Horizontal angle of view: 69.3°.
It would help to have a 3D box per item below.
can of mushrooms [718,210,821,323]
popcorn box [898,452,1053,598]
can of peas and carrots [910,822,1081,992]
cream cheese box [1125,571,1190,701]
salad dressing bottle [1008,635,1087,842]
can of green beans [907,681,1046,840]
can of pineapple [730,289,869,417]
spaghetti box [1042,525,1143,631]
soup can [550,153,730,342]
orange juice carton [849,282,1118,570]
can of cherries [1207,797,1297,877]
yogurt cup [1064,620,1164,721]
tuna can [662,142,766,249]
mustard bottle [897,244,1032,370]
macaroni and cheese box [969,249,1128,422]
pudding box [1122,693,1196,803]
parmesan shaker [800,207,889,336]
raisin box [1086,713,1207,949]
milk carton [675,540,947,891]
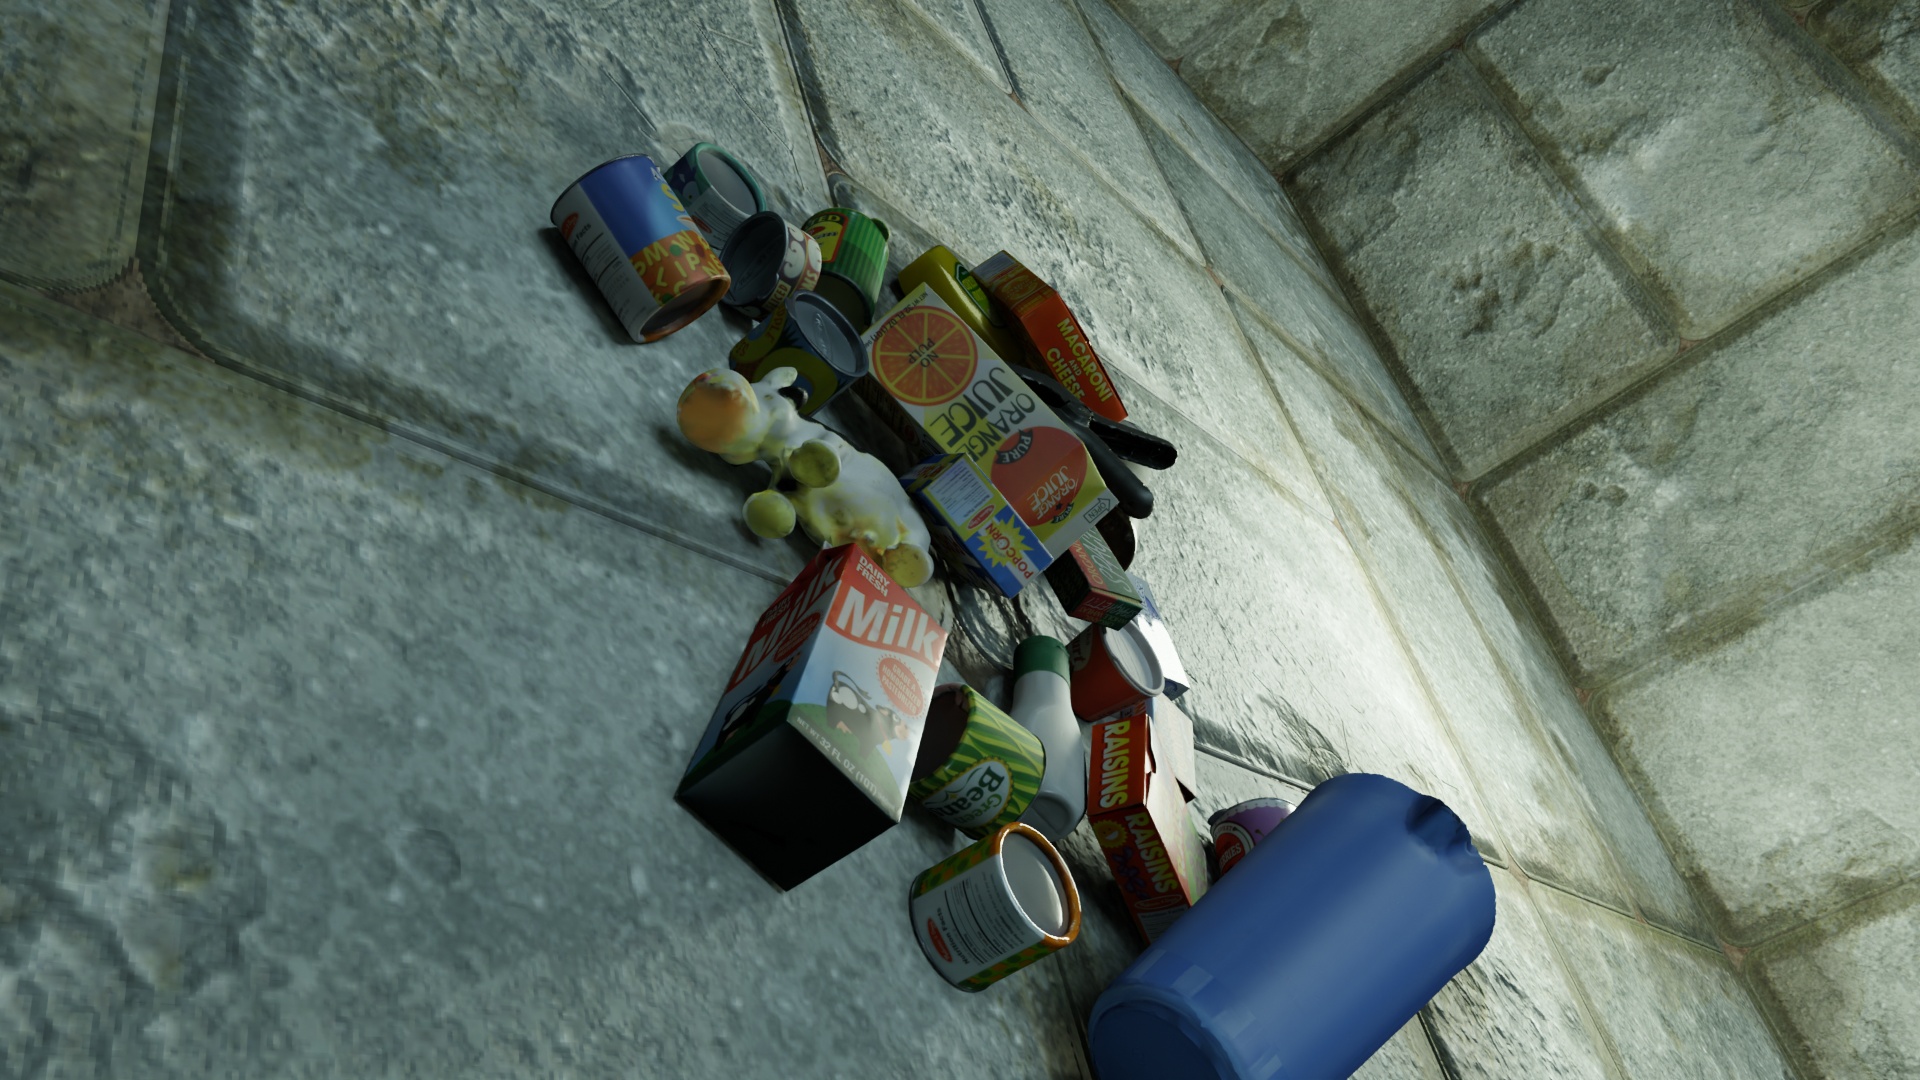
[{"bbox_3d":[-0.122,-0.172,0.886,0.033,0.071,0.071,27,36,-47],"label":"can of mushrooms"},{"bbox_3d":[0.003,-0.011,0.866,0.085,0.038,0.126,51,-8,-9],"label":"popcorn box"},{"bbox_3d":[0.019,0.182,0.697,0.071,0.058,0.071,41,29,-28],"label":"can of peas and carrots"},{"bbox_3d":[0.140,0.072,1.084,0.053,0.024,0.104,25,38,-44],"label":"cream cheese box"},{"bbox_3d":[0.050,0.117,0.851,0.064,0.044,0.148,47,25,-24],"label":"salad dressing bottle"},{"bbox_3d":[0.003,0.117,0.741,0.057,0.071,0.071,39,29,-28],"label":"can of green beans"},{"bbox_3d":[-0.101,-0.113,0.860,0.071,0.057,0.071,41,28,-27],"label":"can of pineapple"},{"bbox_3d":[0.057,-0.030,0.995,0.050,0.028,0.251,18,29,-34],"label":"spaghetti box"},{"bbox_3d":[-0.176,-0.164,0.780,0.084,0.071,0.071,56,25,2],"label":"soup can"},{"bbox_3d":[0.014,-0.071,0.925,0.193,0.072,0.073,46,-12,5],"label":"orange juice carton"},{"bbox_3d":[0.211,0.223,0.973,0.071,0.071,0.059,35,32,-35],"label":"can of cherries"},{"bbox_3d":[0.100,0.089,0.957,0.072,0.053,0.073,41,28,-27],"label":"yogurt cup"},{"bbox_3d":[-0.164,-0.232,0.929,0.071,0.032,0.071,40,29,-28],"label":"tuna can"},{"bbox_3d":[0.015,-0.167,1.136,0.160,0.048,0.065,51,22,-7],"label":"mustard bottle"},{"bbox_3d":[0.072,-0.167,1.155,0.123,0.040,0.167,56,1,-26],"label":"macaroni and cheese box"},{"bbox_3d":[0.139,0.147,0.983,0.049,0.030,0.084,44,27,-19],"label":"pudding box"},{"bbox_3d":[-0.086,-0.180,0.953,0.071,0.071,0.103,43,27,-23],"label":"parmesan shaker"},{"bbox_3d":[0.115,0.180,0.842,0.086,0.040,0.123,-75,145,-58],"label":"raisin box"},{"bbox_3d":[-0.063,0.069,0.679,0.072,0.073,0.191,46,26,-16],"label":"milk carton"}]
